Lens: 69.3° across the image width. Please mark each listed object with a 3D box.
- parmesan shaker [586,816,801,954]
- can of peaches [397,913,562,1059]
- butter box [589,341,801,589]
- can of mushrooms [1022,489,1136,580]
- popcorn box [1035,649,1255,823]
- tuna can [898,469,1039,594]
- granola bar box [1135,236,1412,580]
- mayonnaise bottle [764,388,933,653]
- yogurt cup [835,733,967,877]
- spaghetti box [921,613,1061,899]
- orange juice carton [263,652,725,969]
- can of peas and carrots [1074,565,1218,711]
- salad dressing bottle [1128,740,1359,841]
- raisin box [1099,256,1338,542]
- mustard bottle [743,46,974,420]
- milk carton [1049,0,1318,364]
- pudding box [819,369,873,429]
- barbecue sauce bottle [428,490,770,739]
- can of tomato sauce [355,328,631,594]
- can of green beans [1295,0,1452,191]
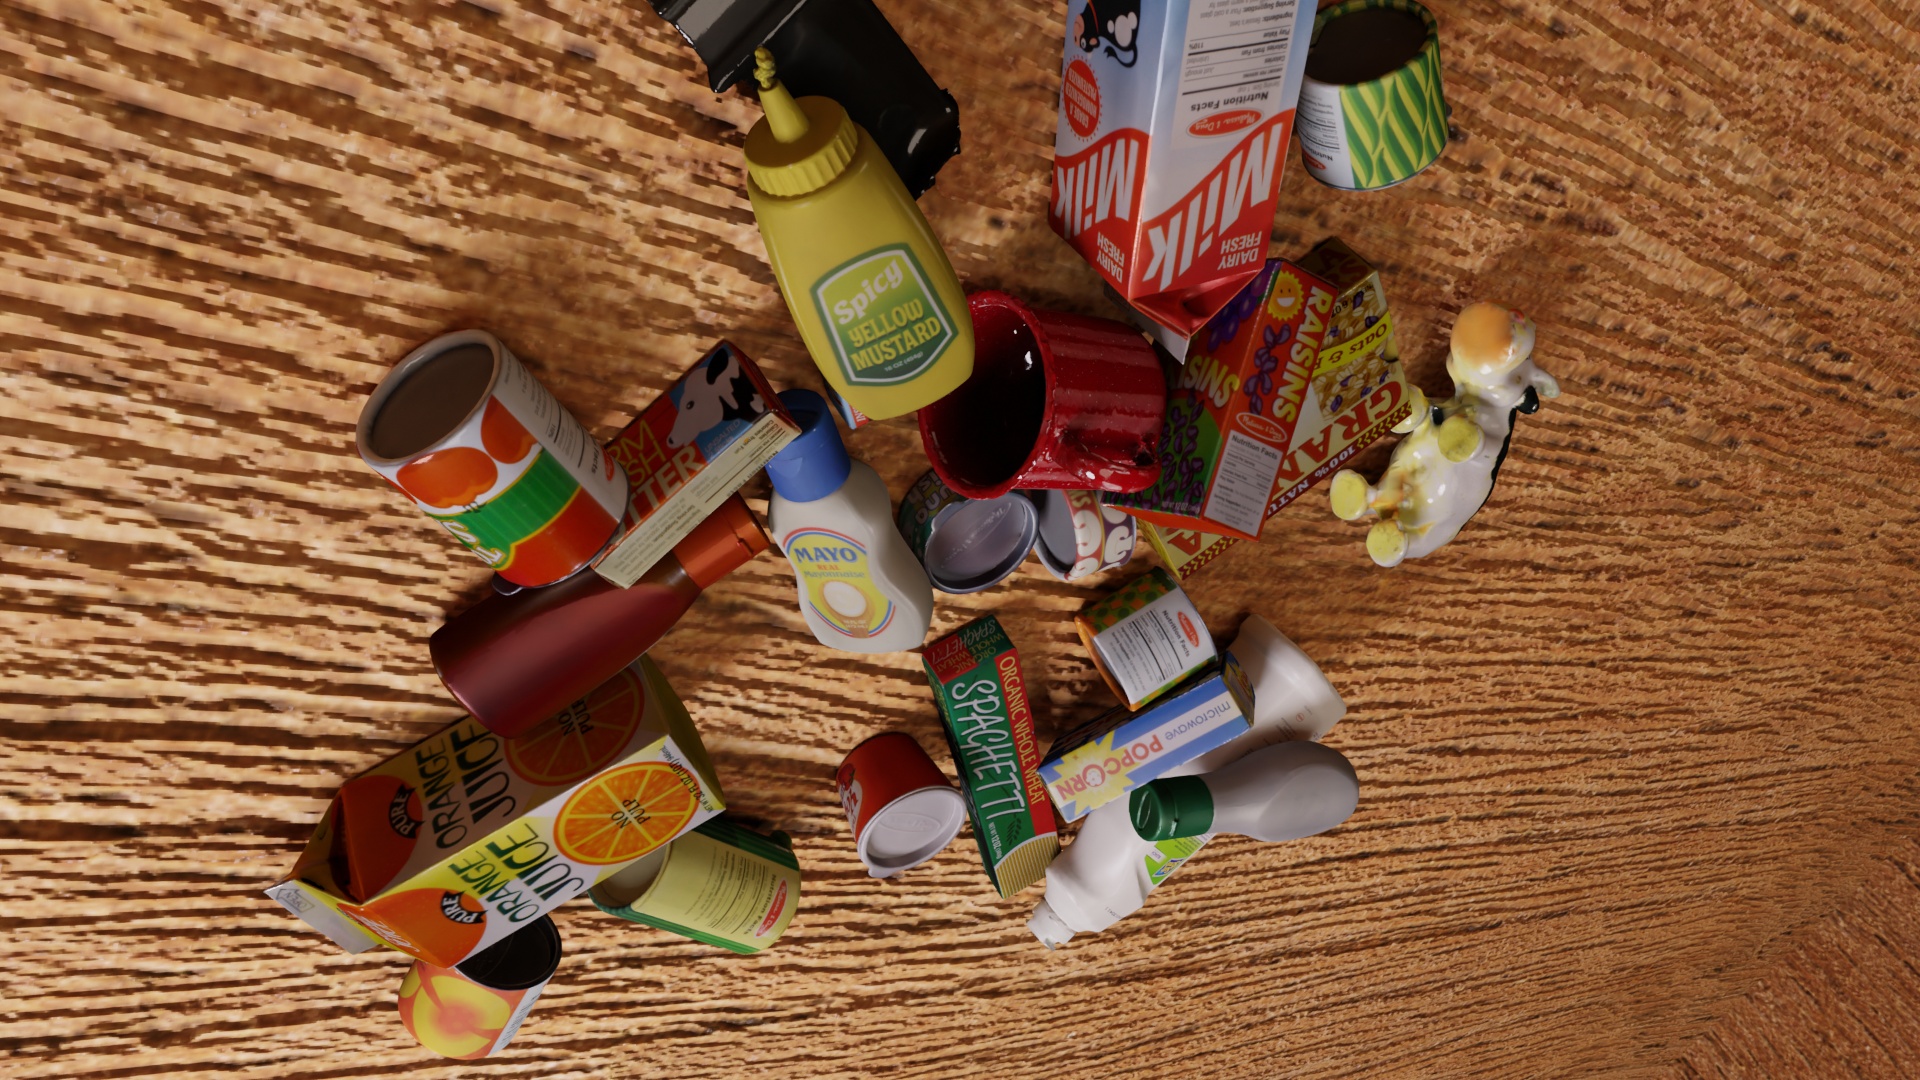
[{"bbox_3d":[-0.143,0.178,0.753,0.071,0.071,0.103,-44,137,8],"label":"parmesan shaker"},{"bbox_3d":[-0.252,0.224,0.721,0.071,0.071,0.058,12,120,-40],"label":"can of peaches"},{"bbox_3d":[-0.120,-0.032,0.586,0.103,0.053,0.024,-41,141,6],"label":"butter box"},{"bbox_3d":[0.059,-0.016,0.710,0.033,0.071,0.070,-16,135,-19],"label":"can of mushrooms"},{"bbox_3d":[0.114,0.116,0.835,0.126,0.038,0.085,-30,179,14],"label":"popcorn box"},{"bbox_3d":[0.003,-0.009,0.703,0.071,0.033,0.070,-19,135,-19],"label":"tuna can"},{"bbox_3d":[0.160,-0.067,0.752,0.165,0.039,0.123,-36,139,0],"label":"granola bar box"},{"bbox_3d":[-0.058,-0.005,0.649,0.065,0.041,0.147,0,139,18],"label":"mayonnaise bottle"},{"bbox_3d":[-0.037,0.149,0.804,0.072,0.054,0.072,-18,135,-19],"label":"yogurt cup"},{"bbox_3d":[0.024,0.141,0.857,0.050,0.029,0.248,-27,138,-12],"label":"spaghetti box"},{"bbox_3d":[-0.217,0.132,0.654,0.193,0.073,0.071,-29,138,-7],"label":"orange juice carton"},{"bbox_3d":[0.107,0.057,0.811,0.059,0.071,0.070,-31,138,-6],"label":"can of peas and carrots"},{"bbox_3d":[0.174,0.158,0.853,0.148,0.044,0.064,-2,117,-27],"label":"salad dressing bottle"},{"bbox_3d":[0.118,-0.066,0.649,0.040,0.086,0.123,20,87,-24],"label":"raisin box"},{"bbox_3d":[-0.044,-0.113,0.516,0.065,0.049,0.159,-27,140,2],"label":"mustard bottle"},{"bbox_3d":[0.088,-0.171,0.586,0.074,0.072,0.189,-16,133,-21],"label":"milk carton"},{"bbox_3d":[-0.041,-0.094,0.599,0.050,0.030,0.083,-26,137,-10],"label":"pudding box"},{"bbox_3d":[-0.157,0.027,0.622,0.149,0.044,0.064,-33,138,-5],"label":"barbecue sauce bottle"},{"bbox_3d":[-0.180,-0.029,0.537,0.071,0.071,0.082,-36,138,-1],"label":"can of tomato sauce"},{"bbox_3d":[0.183,-0.201,0.625,0.071,0.071,0.057,-33,138,-3],"label":"can of green beans"}]
